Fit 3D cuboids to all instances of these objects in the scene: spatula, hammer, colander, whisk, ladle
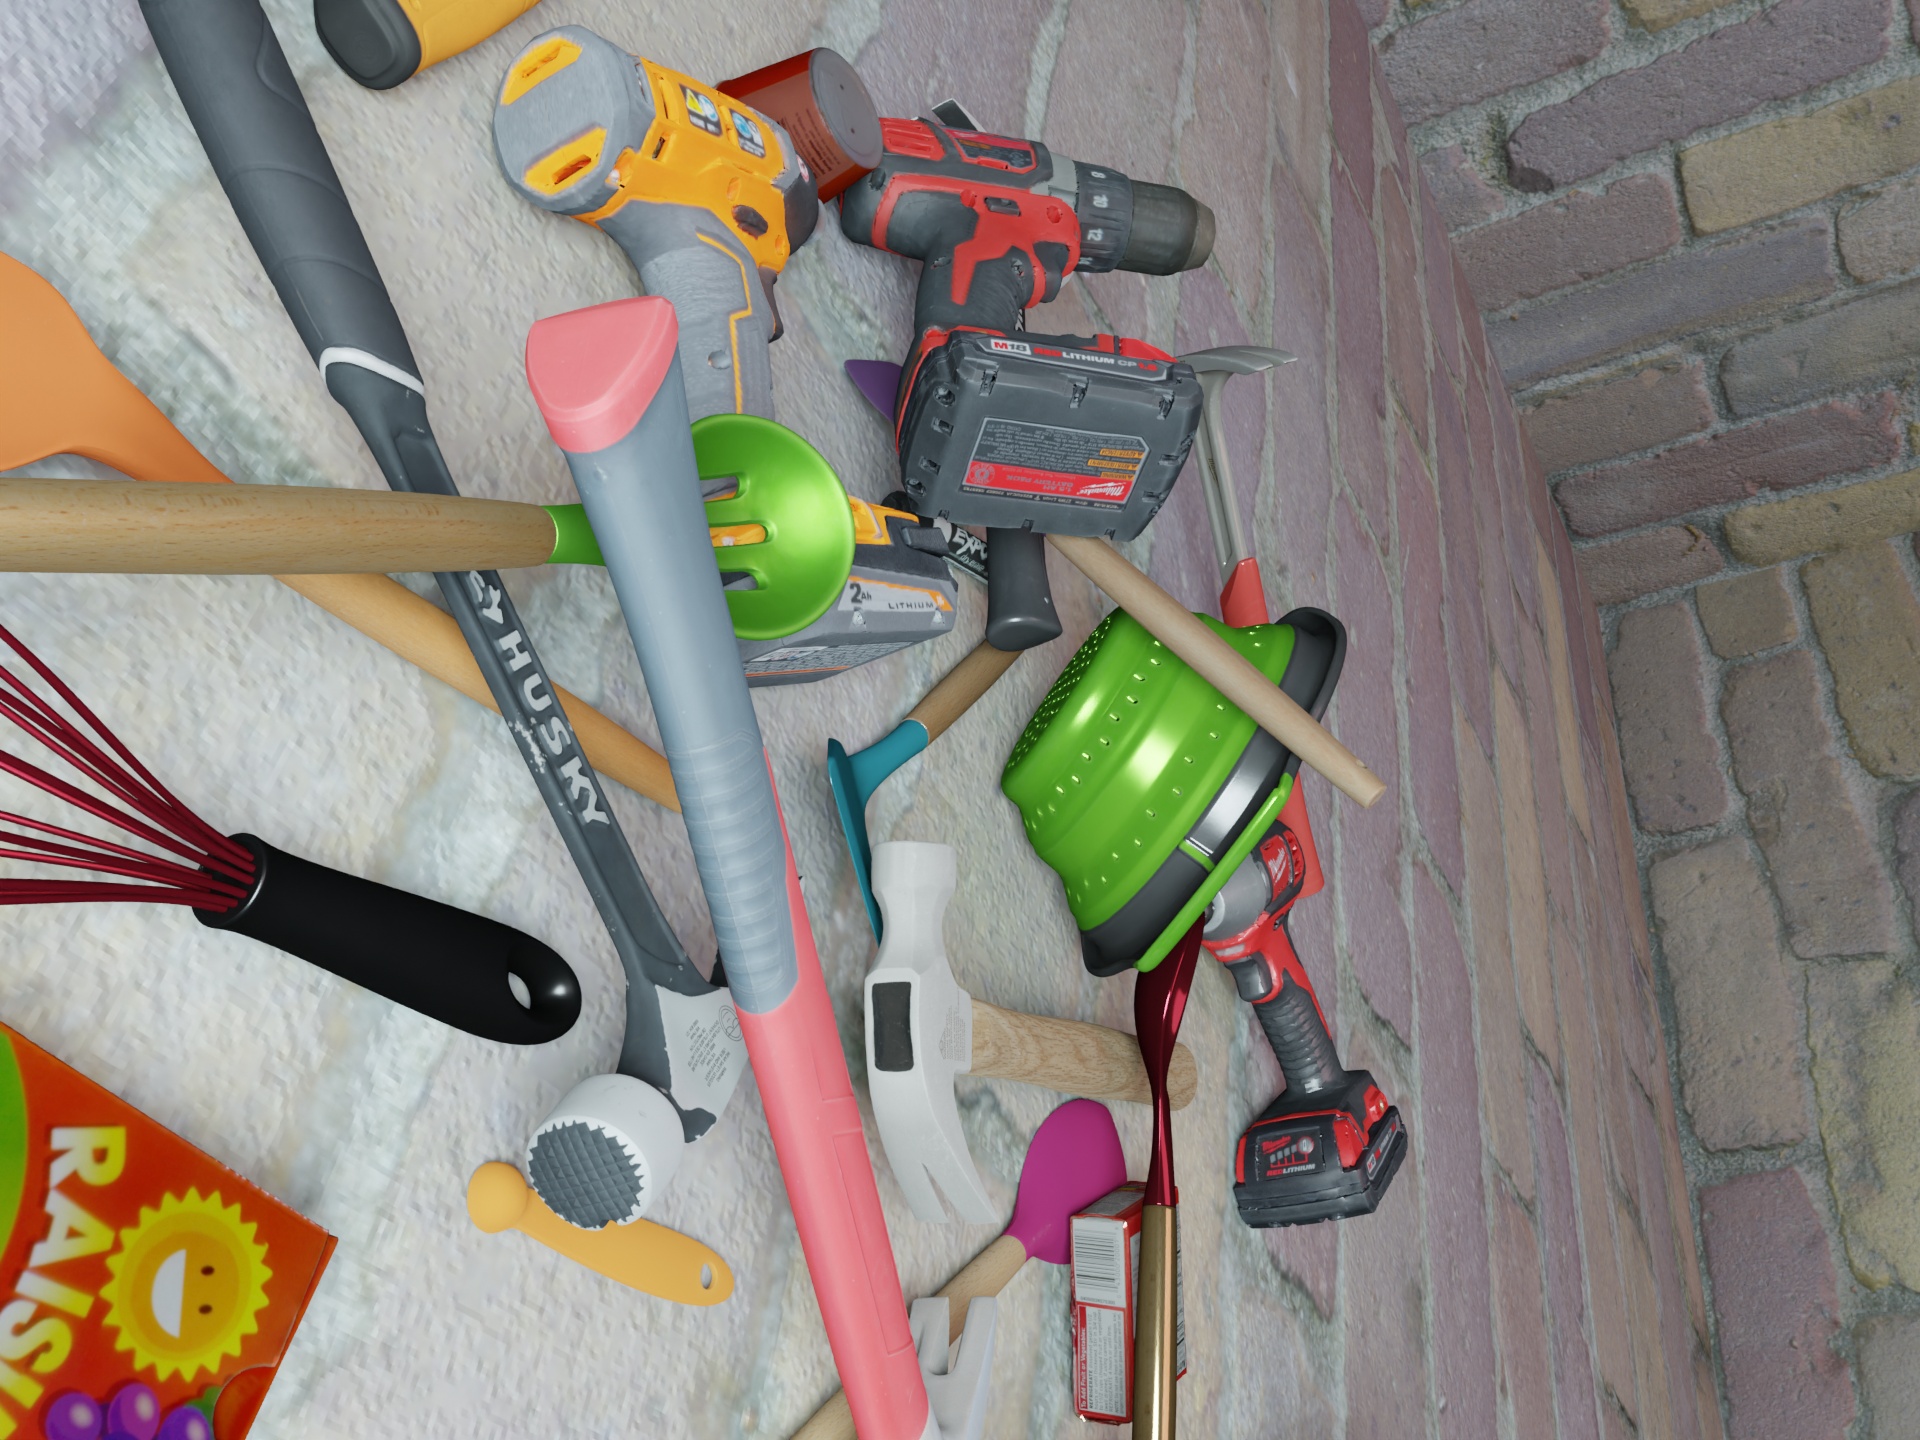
[{"bbox_3d":[-0.001,-0.002,0.709,0.317,0.044,0.082,-47,126,-59],"label":"spatula"},{"bbox_3d":[-0.147,-0.075,0.434,0.408,0.036,0.149,68,20,-11],"label":"hammer"},{"bbox_3d":[0.187,-0.054,1.004,0.036,0.149,0.359,-20,105,-21],"label":"hammer"},{"bbox_3d":[0.058,-0.069,0.689,0.316,0.018,0.059,43,31,22],"label":"spatula"},{"bbox_3d":[-0.177,-0.036,0.434,0.322,0.041,0.081,41,41,-52],"label":"spatula"},{"bbox_3d":[0.095,-0.011,0.835,0.094,0.204,0.397,34,18,-3],"label":"colander"},{"bbox_3d":[0.021,-0.176,0.816,0.146,0.035,0.335,42,37,-45],"label":"hammer"},{"bbox_3d":[0.043,0.146,0.682,0.331,0.031,0.130,32,55,-61],"label":"hammer"},{"bbox_3d":[-0.181,0.031,0.359,0.295,0.073,0.073,42,41,-55],"label":"whisk"},{"bbox_3d":[0.084,0.232,0.670,0.069,0.031,0.316,66,27,-63],"label":"ladle"},{"bbox_3d":[-0.047,0.074,0.457,0.143,0.038,0.386,-65,146,-66],"label":"hammer"},{"bbox_3d":[-0.141,-0.308,0.618,0.127,0.034,0.337,57,33,-28],"label":"hammer"}]

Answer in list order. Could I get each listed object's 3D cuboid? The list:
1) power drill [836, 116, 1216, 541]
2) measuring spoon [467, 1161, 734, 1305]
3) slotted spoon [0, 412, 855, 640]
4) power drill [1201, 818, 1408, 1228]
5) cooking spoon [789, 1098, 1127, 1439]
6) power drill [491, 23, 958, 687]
[{"bbox_3d":[0.045,-0.187,0.721,0.187,0.080,0.227,4,48,-16],"label":"power drill"},{"bbox_3d":[-0.103,0.157,0.480,0.116,0.011,0.021,43,41,-44],"label":"measuring spoon"},{"bbox_3d":[-0.122,-0.047,0.386,0.313,0.031,0.070,-11,92,-61],"label":"slotted spoon"},{"bbox_3d":[0.181,0.171,0.925,0.143,0.078,0.220,-15,87,-62],"label":"power drill"},{"bbox_3d":[0.010,0.226,0.644,0.319,0.017,0.069,-14,89,-63],"label":"cooking spoon"},{"bbox_3d":[-0.077,-0.130,0.600,0.164,0.084,0.226,-8,80,-63],"label":"power drill"}]
